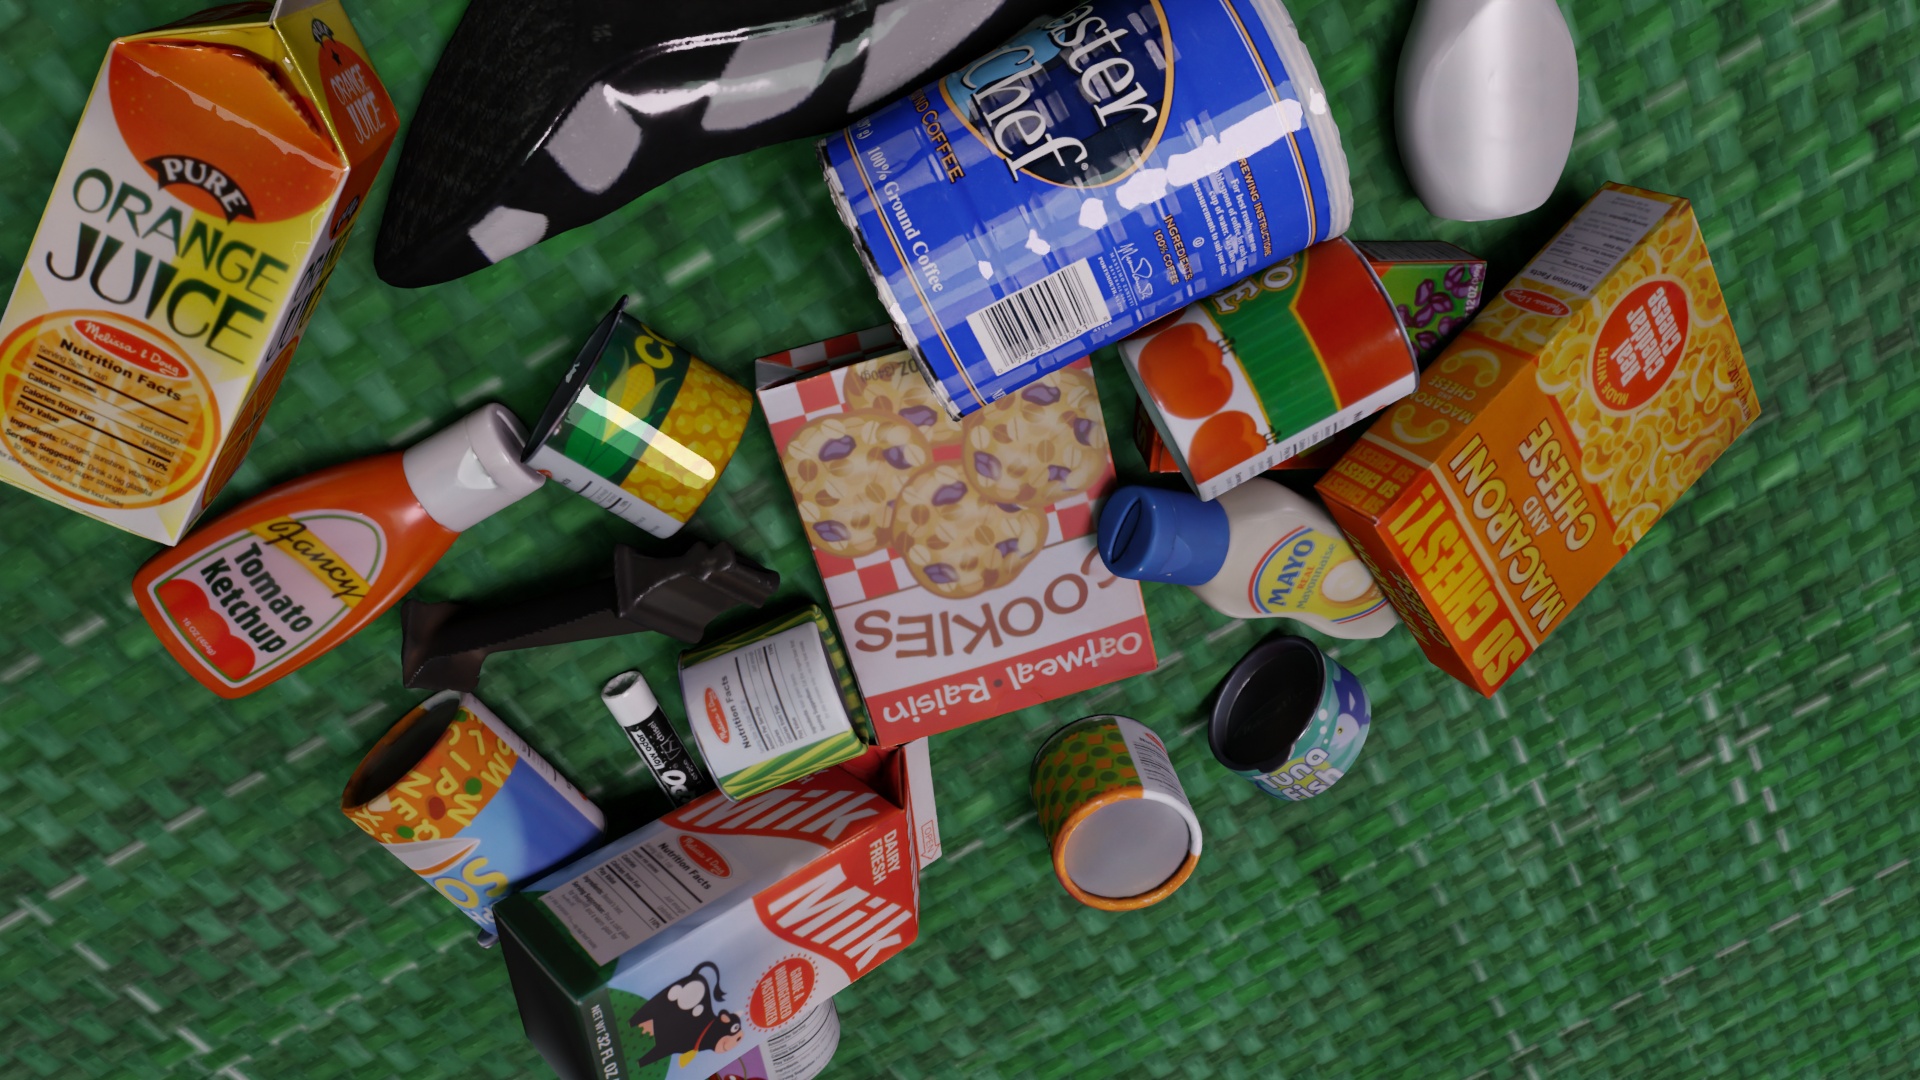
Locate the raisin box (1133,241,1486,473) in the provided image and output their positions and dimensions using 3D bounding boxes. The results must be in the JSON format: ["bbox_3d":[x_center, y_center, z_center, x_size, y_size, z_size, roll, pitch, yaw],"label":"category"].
[{"bbox_3d":[0.134,-0.072,0.547,0.123,0.040,0.085,-1,117,-7],"label":"raisin box"}]

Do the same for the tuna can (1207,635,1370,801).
[{"bbox_3d":[0.143,0.079,0.604,0.033,0.071,0.071,34,106,-23],"label":"tuna can"}]

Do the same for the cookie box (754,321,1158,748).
[{"bbox_3d":[0.002,-0.007,0.557,0.123,0.040,0.166,-16,117,-1],"label":"cookie box"}]

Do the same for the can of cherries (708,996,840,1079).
[{"bbox_3d":[-0.094,0.208,0.634,0.071,0.072,0.058,-12,118,-3],"label":"can of cherries"}]

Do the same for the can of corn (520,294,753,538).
[{"bbox_3d":[-0.116,-0.044,0.507,0.058,0.071,0.071,32,107,-22],"label":"can of corn"}]

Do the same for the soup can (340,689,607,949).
[{"bbox_3d":[-0.199,0.113,0.567,0.071,0.071,0.083,-35,115,9],"label":"soup can"}]

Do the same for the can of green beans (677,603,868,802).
[{"bbox_3d":[-0.075,0.065,0.565,0.058,0.071,0.071,-21,117,1],"label":"can of green beans"}]

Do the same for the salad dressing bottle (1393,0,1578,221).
[{"bbox_3d":[0.187,-0.192,0.496,0.064,0.044,0.147,-12,116,-1],"label":"salad dressing bottle"}]

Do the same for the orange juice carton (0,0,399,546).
[{"bbox_3d":[-0.247,-0.101,0.455,0.073,0.072,0.192,27,109,-20],"label":"orange juice carton"}]

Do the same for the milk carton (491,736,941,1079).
[{"bbox_3d":[-0.083,0.149,0.576,0.191,0.073,0.072,-25,123,-34],"label":"milk carton"}]

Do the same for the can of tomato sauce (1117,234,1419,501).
[{"bbox_3d":[0.105,-0.063,0.487,0.083,0.071,0.071,-29,117,6],"label":"can of tomato sauce"}]

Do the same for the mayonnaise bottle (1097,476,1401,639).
[{"bbox_3d":[0.124,0.004,0.559,0.148,0.041,0.064,7,117,-32],"label":"mayonnaise bottle"}]

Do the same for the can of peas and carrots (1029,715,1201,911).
[{"bbox_3d":[0.066,0.123,0.620,0.071,0.059,0.070,-3,116,-7],"label":"can of peas and carrots"}]

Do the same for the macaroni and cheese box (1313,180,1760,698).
[{"bbox_3d":[0.230,-0.036,0.546,0.166,0.040,0.123,-45,126,-3],"label":"macaroni and cheese box"}]

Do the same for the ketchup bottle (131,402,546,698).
[{"bbox_3d":[-0.228,-0.001,0.522,0.149,0.044,0.064,-29,108,5],"label":"ketchup bottle"}]
